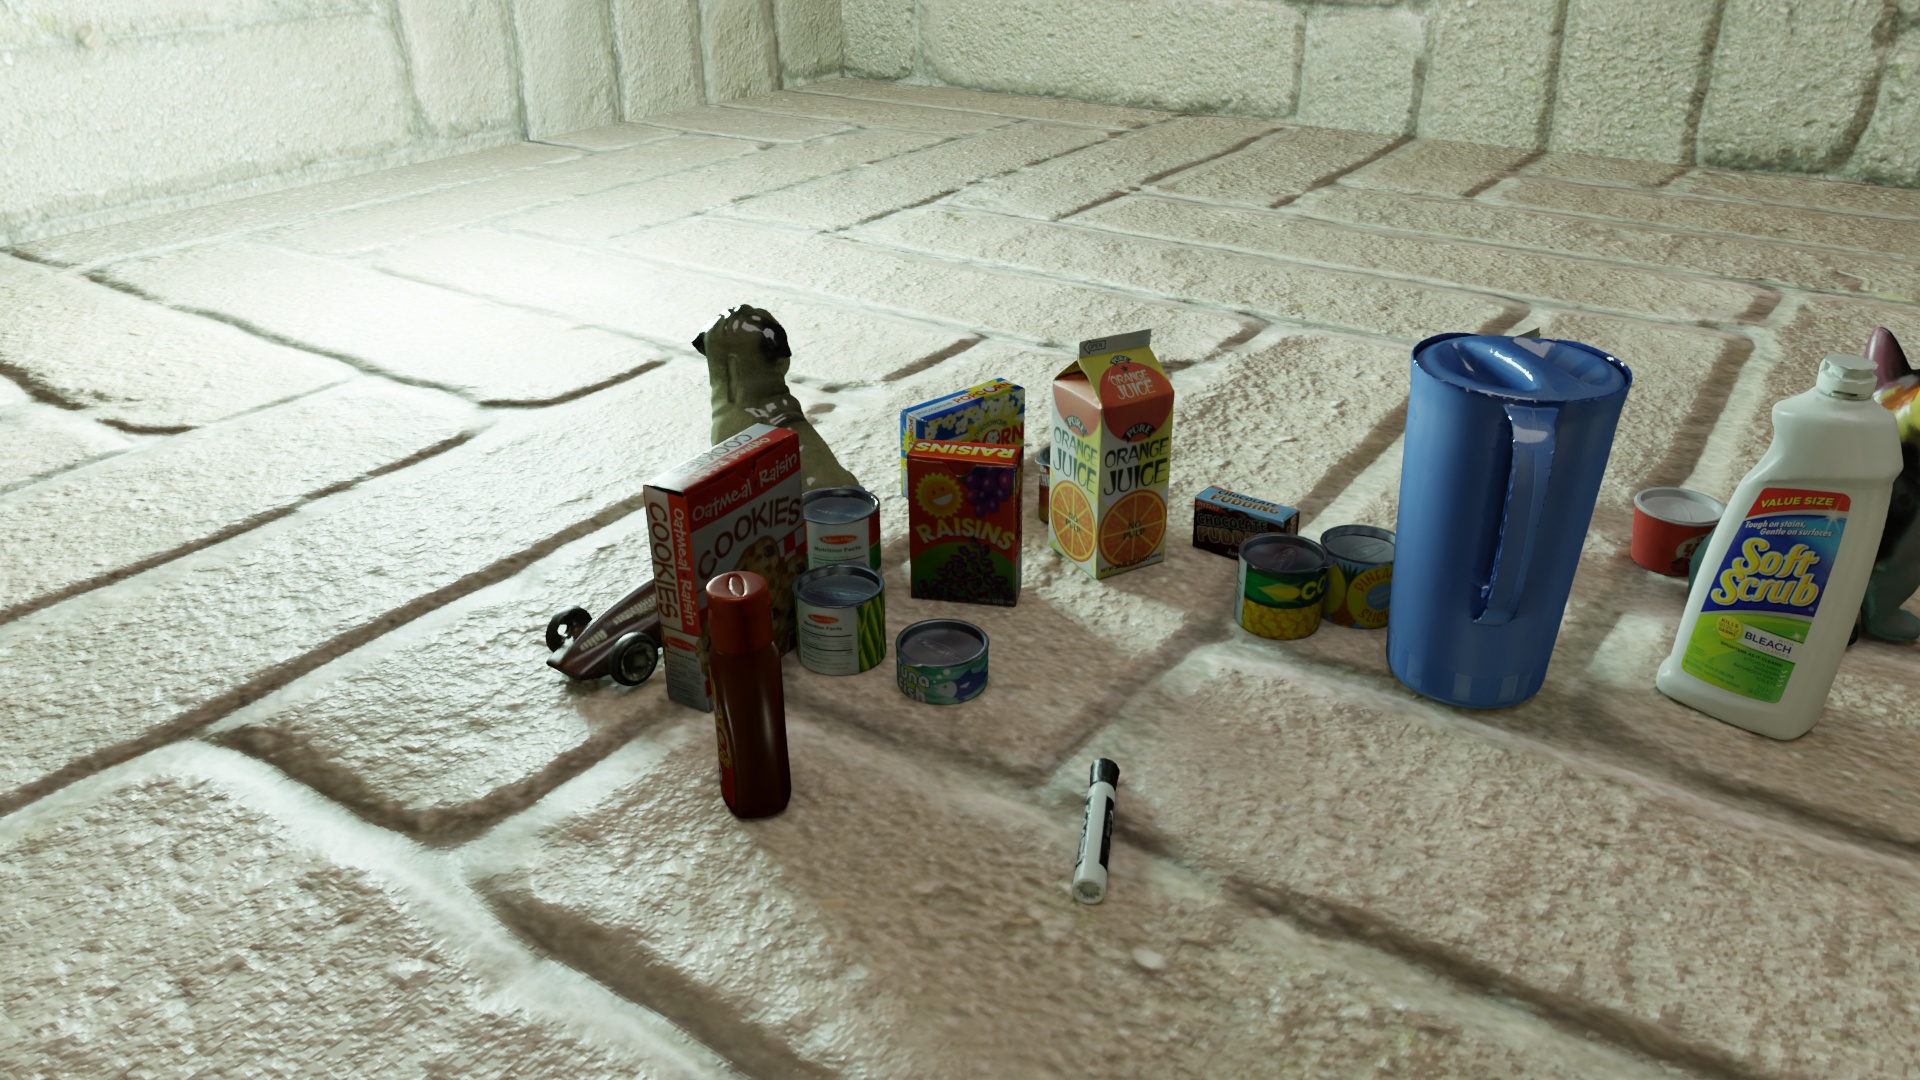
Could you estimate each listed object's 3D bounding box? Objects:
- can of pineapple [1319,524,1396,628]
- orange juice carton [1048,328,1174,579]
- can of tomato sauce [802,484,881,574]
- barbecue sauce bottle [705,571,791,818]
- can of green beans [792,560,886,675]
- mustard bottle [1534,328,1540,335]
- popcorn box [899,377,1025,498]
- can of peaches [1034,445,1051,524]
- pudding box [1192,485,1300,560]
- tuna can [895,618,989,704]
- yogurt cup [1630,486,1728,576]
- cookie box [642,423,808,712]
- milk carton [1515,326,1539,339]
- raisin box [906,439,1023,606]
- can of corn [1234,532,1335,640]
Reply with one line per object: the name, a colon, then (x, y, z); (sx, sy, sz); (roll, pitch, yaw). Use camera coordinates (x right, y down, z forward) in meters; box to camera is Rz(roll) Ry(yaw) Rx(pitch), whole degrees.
can of pineapple: (0.306, 0.028, 1.061); (0.071, 0.057, 0.071); (0, 27, 0)
orange juice carton: (0.121, -0.074, 1.118); (0.072, 0.191, 0.073); (-14, 30, -26)
can of tomato sauce: (-0.094, 0.008, 1.078); (0.071, 0.082, 0.071); (0, 26, 0)
barbecue sauce bottle: (-0.129, 0.092, 0.840); (0.044, 0.147, 0.065); (-8, 27, -14)
can of green beans: (-0.087, 0.057, 1.008); (0.071, 0.057, 0.071); (0, 27, 0)
mustard bottle: (0.489, -0.107, 1.215); (0.065, 0.159, 0.049); (-8, 27, -15)
popcorn box: (0.003, -0.091, 1.272); (0.127, 0.084, 0.038); (-23, 34, -37)
can of peaches: (0.099, -0.047, 1.213); (0.071, 0.057, 0.071); (0, 27, 0)
pudding box: (0.235, -0.010, 1.147); (0.084, 0.049, 0.030); (20, 33, 34)
tuna can: (-0.014, 0.086, 0.978); (0.071, 0.032, 0.071); (0, 27, 0)
yogurt cup: (0.581, -0.006, 1.130); (0.072, 0.053, 0.073); (0, 27, 0)
cookie box: (-0.157, 0.017, 0.968); (0.040, 0.166, 0.123); (14, 30, 27)
milk carton: (0.431, -0.074, 1.115); (0.072, 0.189, 0.073); (-21, 33, -36)
raisin box: (0.004, -0.013, 1.075); (0.086, 0.122, 0.040); (5, 27, 11)
can of corn: (0.244, 0.035, 1.048); (0.071, 0.058, 0.071); (0, 27, 0)
